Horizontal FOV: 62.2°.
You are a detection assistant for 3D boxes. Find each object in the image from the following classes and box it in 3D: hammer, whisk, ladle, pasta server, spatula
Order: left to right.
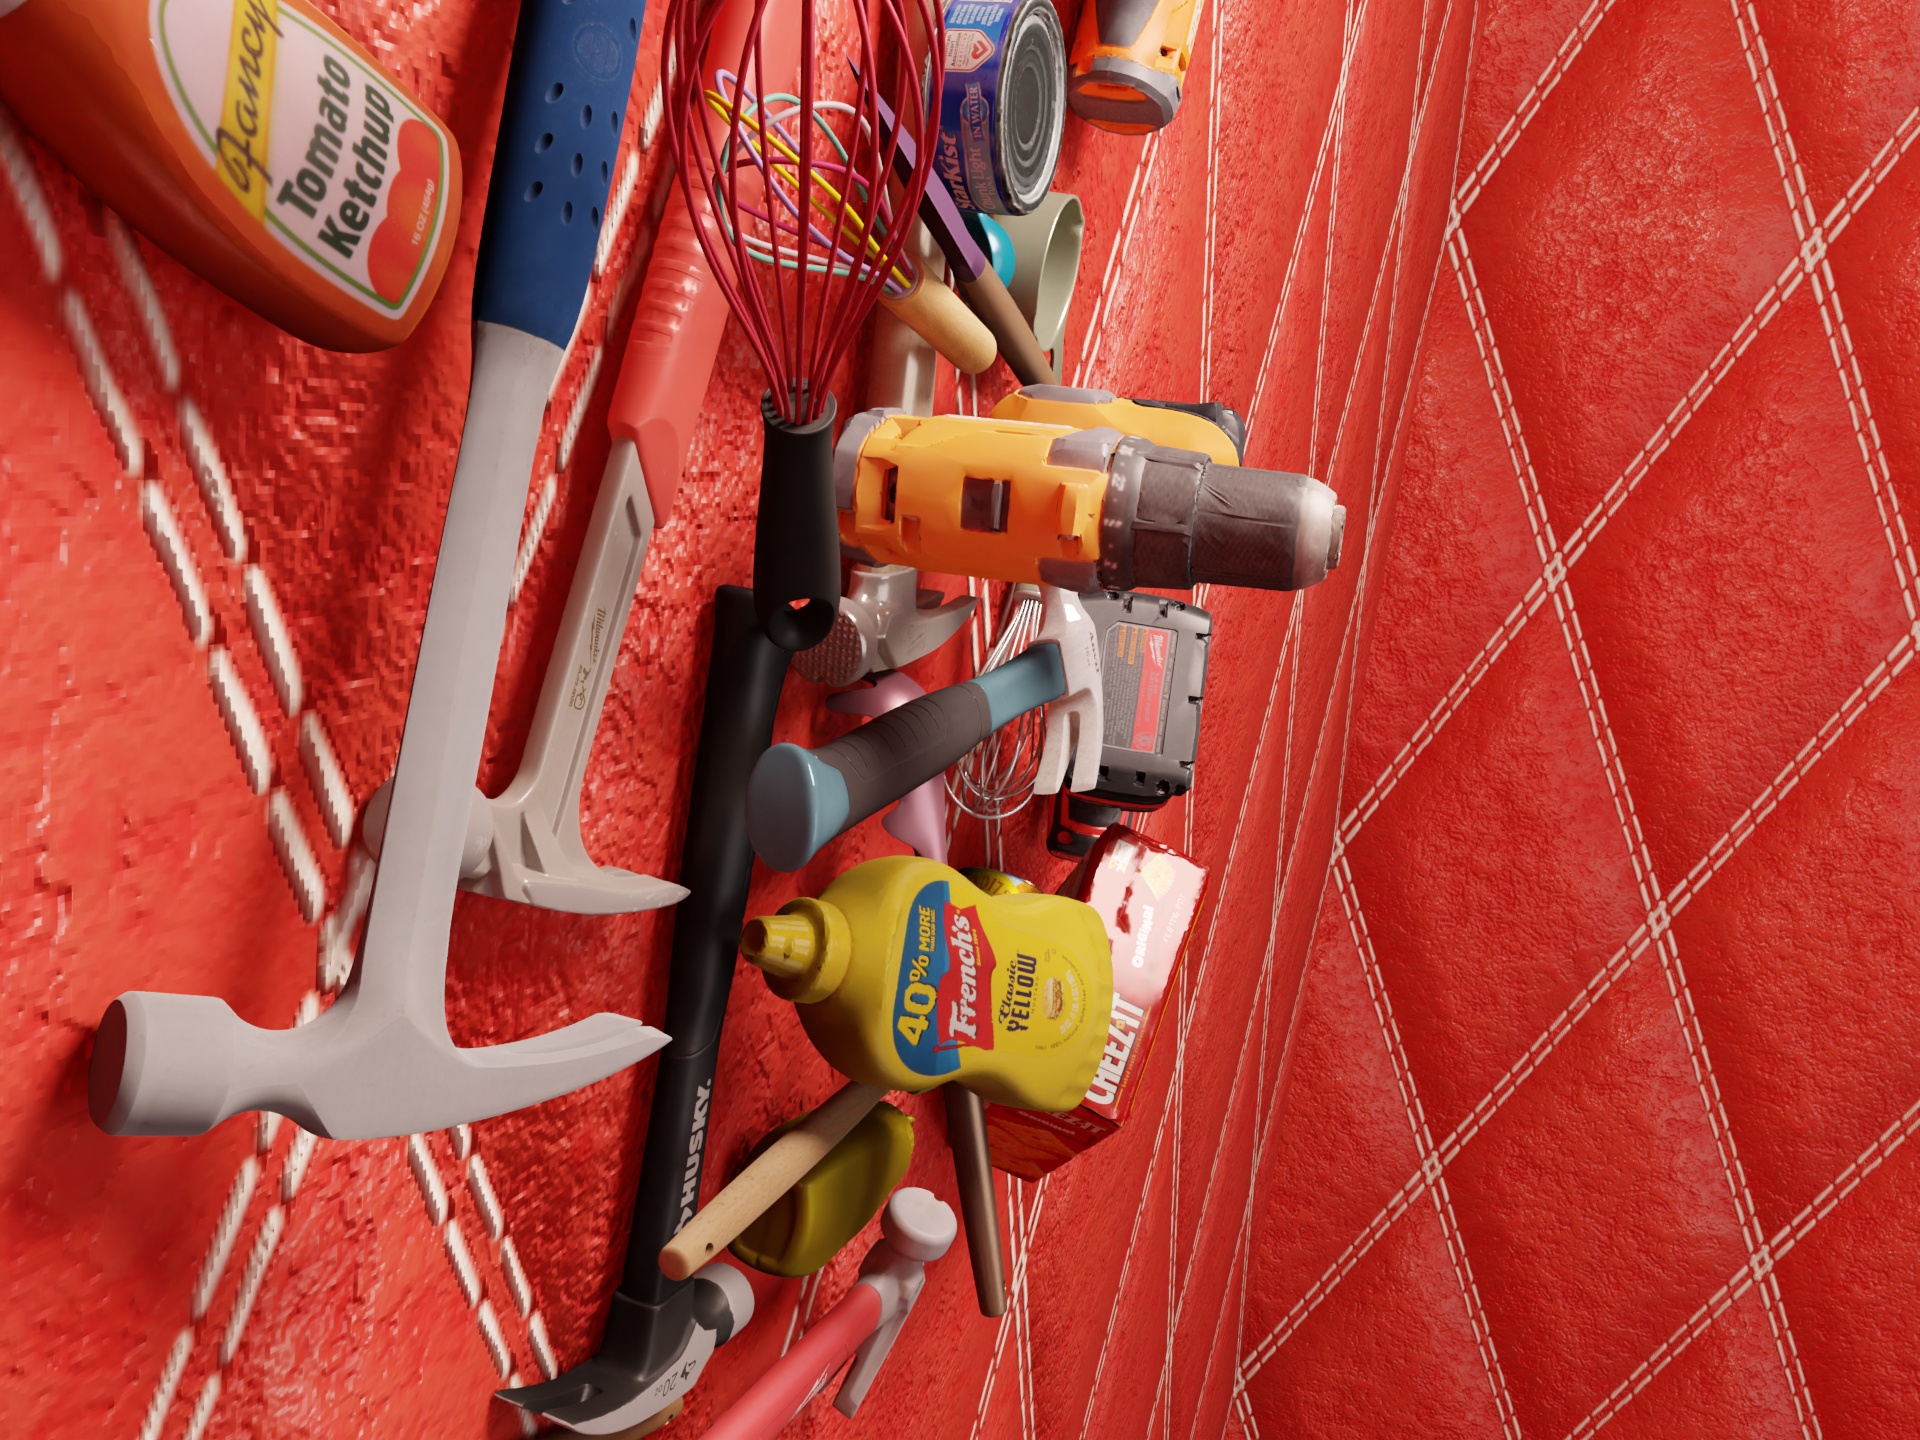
[{"bbox_3d":[-0.117,-0.091,0.432,0.144,0.035,0.405,13,84,-41],"label":"hammer"},{"bbox_3d":[-0.122,0.340,0.682,0.386,0.038,0.143,-21,140,-62],"label":"hammer"},{"bbox_3d":[-0.093,-0.114,0.531,0.149,0.037,0.359,29,75,-69],"label":"hammer"},{"bbox_3d":[-0.106,0.113,0.624,0.146,0.035,0.335,-8,108,-69],"label":"hammer"},{"bbox_3d":[-0.047,-0.107,0.473,0.295,0.073,0.073,101,12,-58],"label":"whisk"},{"bbox_3d":[-0.060,0.169,0.708,0.320,0.062,0.078,-21,116,-70],"label":"ladle"},{"bbox_3d":[-0.028,-0.161,0.562,0.245,0.047,0.051,11,89,-72],"label":"whisk"},{"bbox_3d":[-0.014,-0.226,0.677,0.146,0.038,0.410,-32,130,-64],"label":"hammer"},{"bbox_3d":[-0.013,0.125,0.741,0.060,0.040,0.316,-22,105,-67],"label":"pasta server"},{"bbox_3d":[-0.001,-0.002,0.704,0.331,0.033,0.128,-29,110,-63],"label":"hammer"},{"bbox_3d":[0.011,-0.180,0.673,0.060,0.018,0.315,62,9,13],"label":"spatula"},{"bbox_3d":[0.039,-0.061,0.902,0.058,0.059,0.246,149,-42,-66],"label":"whisk"}]

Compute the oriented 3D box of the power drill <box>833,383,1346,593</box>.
[{"bbox_3d":[0.067,-0.092,0.652,0.226,0.185,0.084,-32,129,-70],"label":"power drill"}]

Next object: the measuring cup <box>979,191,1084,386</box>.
[{"bbox_3d":[0.033,-0.200,0.825,0.167,0.038,0.083,88,21,-58],"label":"measuring cup"}]

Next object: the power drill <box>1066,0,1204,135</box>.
[{"bbox_3d":[0.080,-0.411,0.764,0.226,0.084,0.164,34,69,-73],"label":"power drill"}]

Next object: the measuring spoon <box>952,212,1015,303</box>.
[{"bbox_3d":[0.011,-0.255,0.724,0.021,0.042,0.128,-13,113,-25],"label":"measuring spoon"}]

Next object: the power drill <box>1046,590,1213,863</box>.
[{"bbox_3d":[0.093,0.003,0.967,0.219,0.078,0.143,94,5,-76],"label":"power drill"}]

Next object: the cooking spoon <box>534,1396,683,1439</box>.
[{"bbox_3d":[-0.177,0.272,0.550,0.069,0.017,0.318,-61,159,0],"label":"cooking spoon"}]
